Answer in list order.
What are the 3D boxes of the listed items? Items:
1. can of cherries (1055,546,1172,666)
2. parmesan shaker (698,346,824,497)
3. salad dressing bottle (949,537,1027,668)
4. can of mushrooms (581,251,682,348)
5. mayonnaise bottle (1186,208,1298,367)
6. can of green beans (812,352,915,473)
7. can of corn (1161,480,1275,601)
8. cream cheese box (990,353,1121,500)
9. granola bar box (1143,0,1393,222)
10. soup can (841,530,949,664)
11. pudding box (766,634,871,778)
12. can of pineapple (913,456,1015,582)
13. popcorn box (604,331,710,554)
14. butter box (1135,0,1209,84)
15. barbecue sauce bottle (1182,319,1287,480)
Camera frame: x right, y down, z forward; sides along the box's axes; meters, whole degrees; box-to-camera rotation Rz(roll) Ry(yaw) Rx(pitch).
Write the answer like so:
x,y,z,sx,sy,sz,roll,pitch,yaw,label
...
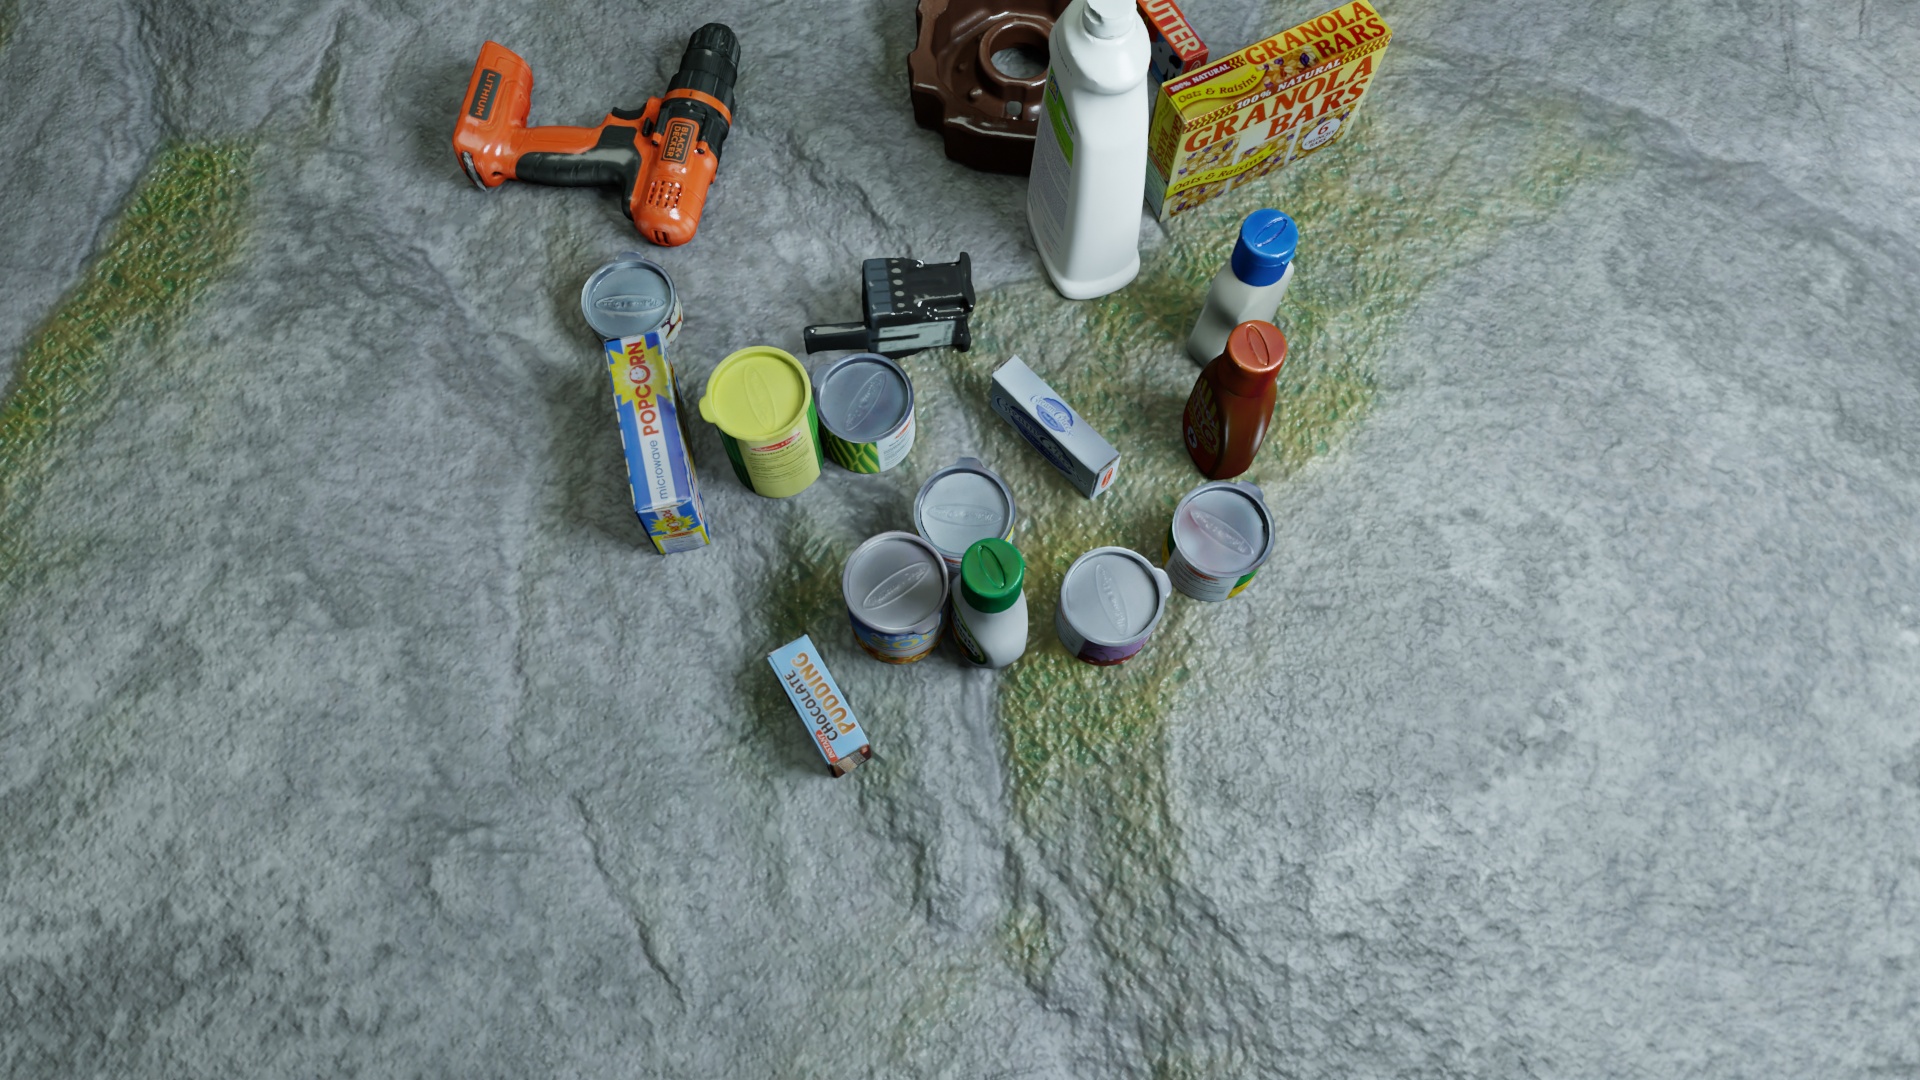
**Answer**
x,y,z,sx,sy,sz,roll,pitch,yaw,label
0.099,0.044,0.904,0.071,0.058,0.071,0,71,0,can of cherries
-0.130,-0.076,0.921,0.071,0.102,0.071,0,71,0,parmesan shaker
0.018,0.038,0.858,0.044,0.147,0.064,-24,73,-8,salad dressing bottle
-0.233,-0.167,0.989,0.071,0.033,0.071,0,70,-1,can of mushrooms
0.192,-0.168,0.934,0.065,0.147,0.041,-40,76,-13,mayonnaise bottle
-0.064,-0.086,0.949,0.071,0.057,0.071,0,71,0,can of green beans
0.171,0.000,0.921,0.071,0.058,0.071,0,71,0,can of corn
0.063,-0.076,0.950,0.024,0.053,0.104,-42,76,-13,cream cheese box
0.213,-0.307,0.996,0.166,0.123,0.039,-26,73,-9,granola bar box
-0.039,0.041,0.890,0.071,0.083,0.071,0,71,0,soup can
-0.090,0.106,0.885,0.030,0.049,0.084,-29,73,-10,pudding box
0.003,-0.012,0.923,0.071,0.057,0.071,0,71,0,can of pineapple
-0.201,-0.064,0.925,0.038,0.085,0.127,-13,71,-5,popcorn box
0.150,-0.391,1.063,0.024,0.053,0.104,-27,73,-9,butter box
0.179,-0.094,0.907,0.044,0.148,0.065,-15,72,-6,barbecue sauce bottle
